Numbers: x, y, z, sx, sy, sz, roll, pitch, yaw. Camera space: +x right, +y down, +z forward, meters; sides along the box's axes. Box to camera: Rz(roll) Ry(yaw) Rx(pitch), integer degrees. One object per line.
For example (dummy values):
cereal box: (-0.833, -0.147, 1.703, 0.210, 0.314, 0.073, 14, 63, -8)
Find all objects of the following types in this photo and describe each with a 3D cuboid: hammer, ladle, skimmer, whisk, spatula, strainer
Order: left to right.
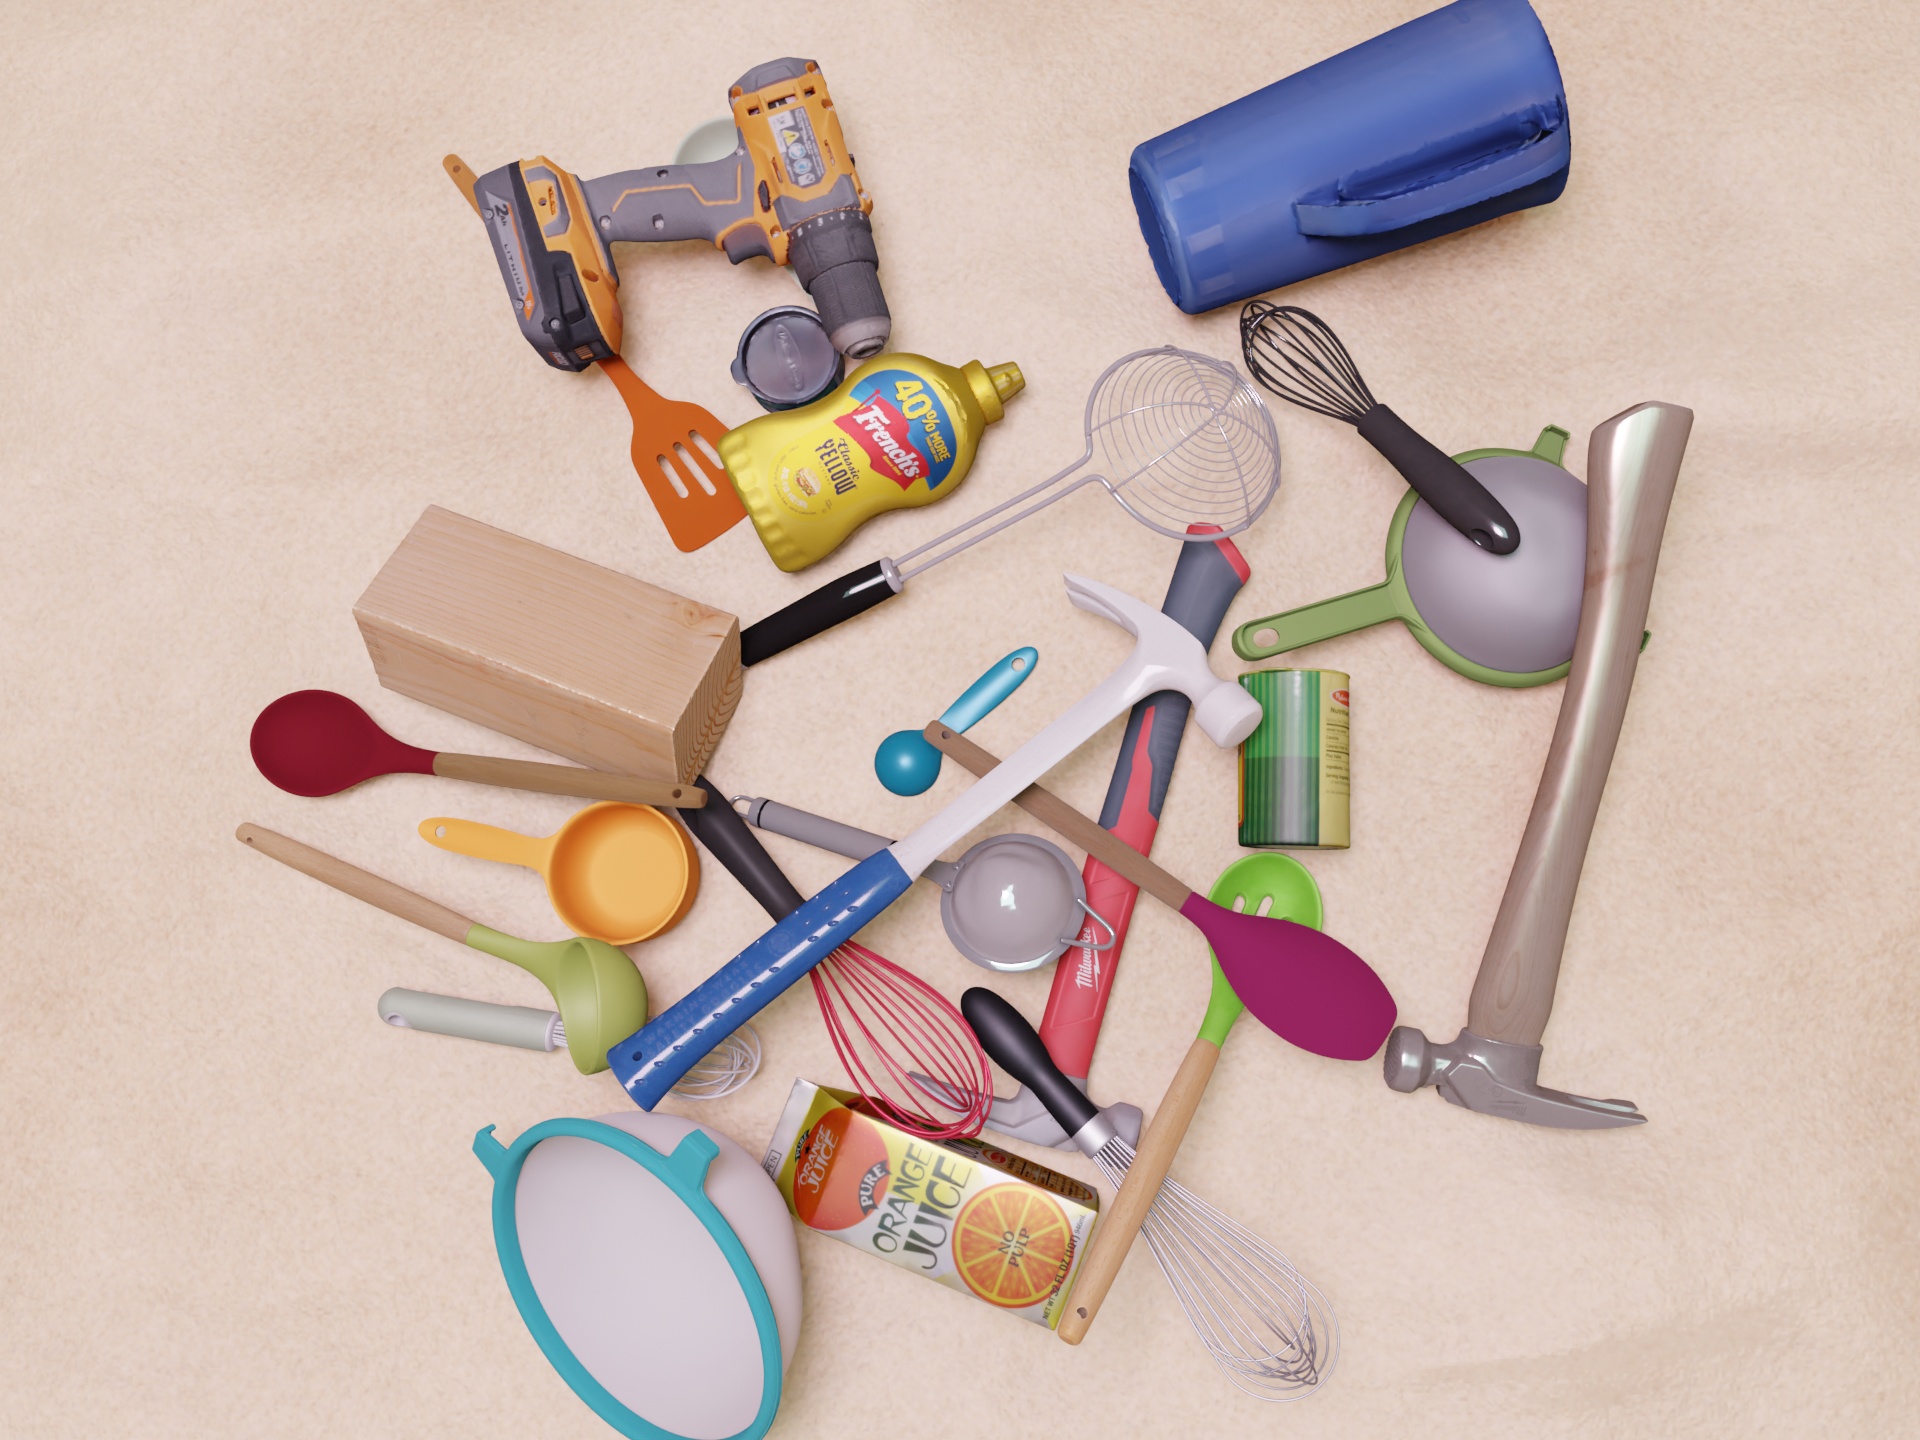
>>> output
ladle: (-0.323, 0.124, 0.958, 0.320, 0.062, 0.078, 19, 113, 19)
ladle: (-0.298, 0.028, 0.977, 0.315, 0.031, 0.069, 7, 81, 18)
whisk: (-0.241, 0.191, 0.973, 0.246, 0.057, 0.059, 7, 49, 9)
spatula: (-0.245, -0.254, 1.044, 0.081, 0.041, 0.323, -38, 77, -2)
strainer: (-0.141, 0.362, 0.914, 0.211, 0.095, 0.340, -10, 103, 37)
whisk: (-0.085, 0.132, 0.938, 0.073, 0.073, 0.296, -43, 66, -2)
strainer: (-0.031, 0.085, 0.948, 0.258, 0.050, 0.087, 16, 66, 22)
hammer: (-0.029, 0.071, 0.902, 0.405, 0.035, 0.144, -38, 62, -7)
skimmer: (0.020, -0.113, 0.984, 0.363, 0.090, 0.127, -26, 80, 16)
hammer: (0.086, 0.062, 0.964, 0.143, 0.038, 0.386, 16, 84, 8)
whisk: (0.096, 0.257, 0.888, 0.070, 0.070, 0.285, -44, 73, -2)
whisk: (0.244, -0.175, 0.944, 0.055, 0.055, 0.239, -37, 59, -1)
strainer: (0.284, -0.084, 0.930, 0.256, 0.069, 0.151, -16, 81, -10)
hammer: (0.356, 0.030, 0.896, 0.146, 0.038, 0.410, 11, 99, 5)

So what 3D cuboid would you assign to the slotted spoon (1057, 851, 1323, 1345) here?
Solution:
slotted spoon: (0.125, 0.201, 0.884, 0.070, 0.031, 0.314, 28, 57, 7)

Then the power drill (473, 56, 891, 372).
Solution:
power drill: (-0.162, -0.286, 0.979, 0.226, 0.084, 0.185, -19, 86, -2)

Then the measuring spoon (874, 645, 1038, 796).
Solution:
measuring spoon: (-0.002, -0.003, 0.987, 0.128, 0.021, 0.042, -42, 81, -1)

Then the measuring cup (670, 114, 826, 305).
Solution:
measuring cup: (-0.120, -0.316, 1.035, 0.083, 0.038, 0.167, -39, 85, 1)

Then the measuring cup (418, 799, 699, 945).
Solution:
measuring cup: (-0.245, 0.085, 0.982, 0.173, 0.052, 0.095, 12, 83, 8)

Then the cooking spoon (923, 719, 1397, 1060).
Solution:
cooking spoon: (0.109, 0.091, 0.923, 0.319, 0.017, 0.069, 34, 67, 13)
